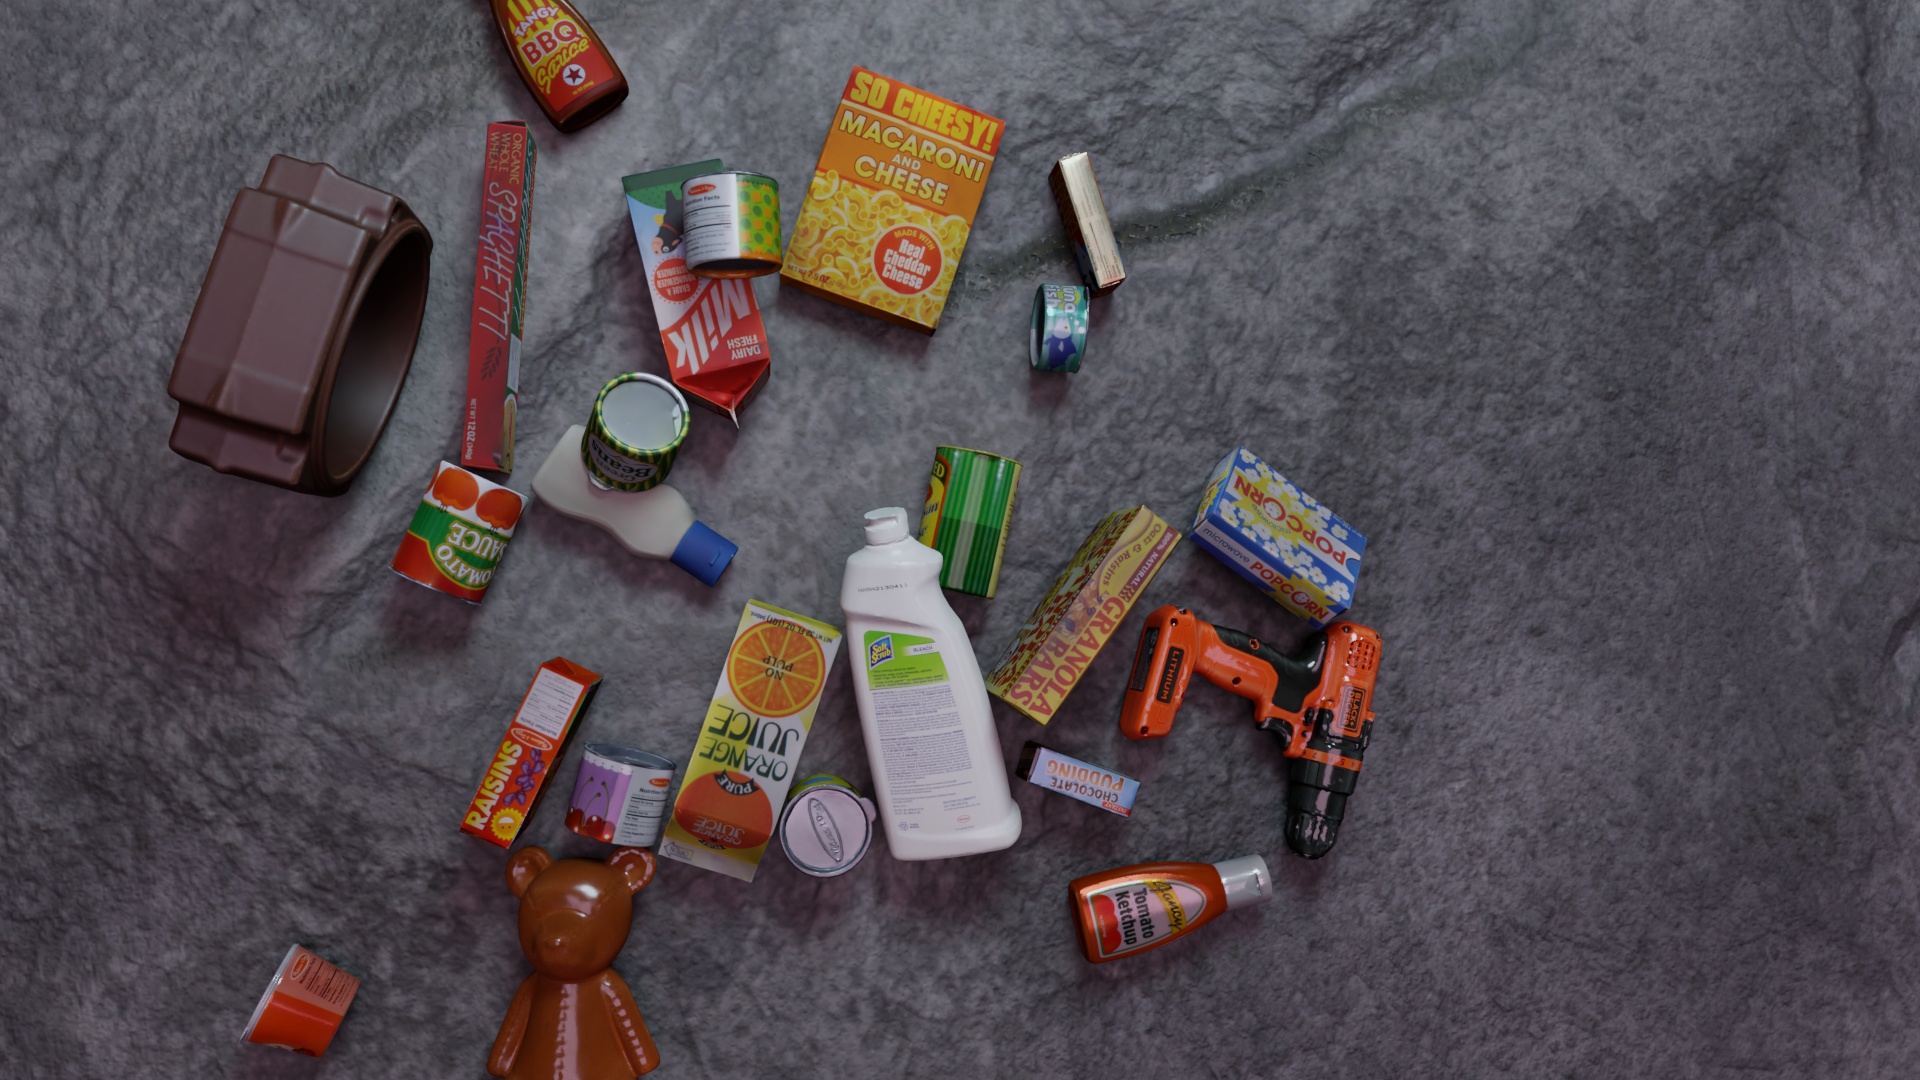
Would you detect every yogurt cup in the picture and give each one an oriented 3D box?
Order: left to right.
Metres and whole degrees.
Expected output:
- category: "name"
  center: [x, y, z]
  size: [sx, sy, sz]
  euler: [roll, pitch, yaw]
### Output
- category: "yogurt cup"
  center: [-0.450, 0.319, 0.953]
  size: [0.054, 0.072, 0.072]
  euler: [28, 85, -14]

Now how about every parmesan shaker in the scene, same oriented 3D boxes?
- category: "parmesan shaker"
  center: [0.004, -0.013, 1.024]
  size: [0.071, 0.071, 0.103]
  euler: [13, 86, -7]

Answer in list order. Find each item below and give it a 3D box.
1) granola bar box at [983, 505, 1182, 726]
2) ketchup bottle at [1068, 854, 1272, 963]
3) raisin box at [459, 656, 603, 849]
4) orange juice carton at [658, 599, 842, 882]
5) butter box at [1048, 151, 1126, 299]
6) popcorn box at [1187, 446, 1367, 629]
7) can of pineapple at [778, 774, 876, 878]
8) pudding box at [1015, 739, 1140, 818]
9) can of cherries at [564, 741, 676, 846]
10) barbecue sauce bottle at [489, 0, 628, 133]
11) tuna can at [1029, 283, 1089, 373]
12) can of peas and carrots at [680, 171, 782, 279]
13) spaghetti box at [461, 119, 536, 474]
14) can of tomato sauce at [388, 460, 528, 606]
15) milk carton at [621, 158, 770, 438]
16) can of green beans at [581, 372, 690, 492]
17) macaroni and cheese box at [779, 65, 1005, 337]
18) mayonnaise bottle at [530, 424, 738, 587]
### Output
- category: "granola bar box"
  center: [0.085, 0.054, 1.007]
  size: [0.039, 0.124, 0.165]
  euler: [37, 84, -4]
- category: "ketchup bottle"
  center: [0.159, 0.271, 1.049]
  size: [0.149, 0.043, 0.064]
  euler: [-12, 89, -9]
- category: "raisin box"
  center: [-0.298, 0.145, 0.969]
  size: [0.040, 0.086, 0.123]
  euler: [26, 85, -8]
- category: "orange juice carton"
  center: [-0.151, 0.144, 0.996]
  size: [0.072, 0.073, 0.192]
  euler: [20, 86, -7]
- category: "butter box"
  center: [0.096, -0.239, 1.056]
  size: [0.024, 0.053, 0.103]
  euler: [-18, 90, -5]
- category: "popcorn box"
  center: [0.241, -0.003, 1.052]
  size: [0.126, 0.038, 0.085]
  euler: [35, 45, -5]
- category: "can of pineapple"
  center: [-0.097, 0.206, 1.008]
  size: [0.071, 0.058, 0.071]
  euler: [0, 88, -8]
- category: "pudding box"
  center: [0.087, 0.178, 1.039]
  size: [0.084, 0.049, 0.030]
  euler: [21, 84, -7]
- category: "can of cherries"
  center: [-0.243, 0.180, 0.987]
  size: [0.071, 0.071, 0.058]
  euler: [15, 87, -7]
- category: "barbecue sauce bottle"
  center: [-0.307, -0.374, 1.010]
  size: [0.065, 0.043, 0.148]
  euler: [-34, 92, -6]
- category: "tuna can"
  center: [0.074, -0.161, 1.041]
  size: [0.033, 0.071, 0.071]
  euler: [3, 88, -7]
- category: "can of peas and carrots"
  center: [-0.153, -0.212, 0.943]
  size: [0.071, 0.071, 0.058]
  euler: [-3, 88, -8]
- category: "spaghetti box"
  center: [-0.330, -0.173, 0.996]
  size: [0.029, 0.050, 0.250]
  euler: [4, 87, -9]
- category: "can of tomato sauce"
  center: [-0.350, -0.005, 0.977]
  size: [0.071, 0.071, 0.083]
  euler: [24, 84, -6]
- category: "milk carton"
  center: [-0.184, -0.169, 1.004]
  size: [0.073, 0.072, 0.190]
  euler: [-14, 90, -8]
- category: "can of green beans"
  center: [-0.228, -0.076, 0.973]
  size: [0.071, 0.057, 0.071]
  euler: [11, 61, -20]
- category: "macaroni and cheese box"
  center: [-0.051, -0.253, 1.043]
  size: [0.124, 0.040, 0.166]
  euler: [19, 86, -6]
- category: "mayonnaise bottle"
  center: [-0.233, -0.020, 1.008]
  size: [0.148, 0.041, 0.065]
  euler: [34, 78, -6]
